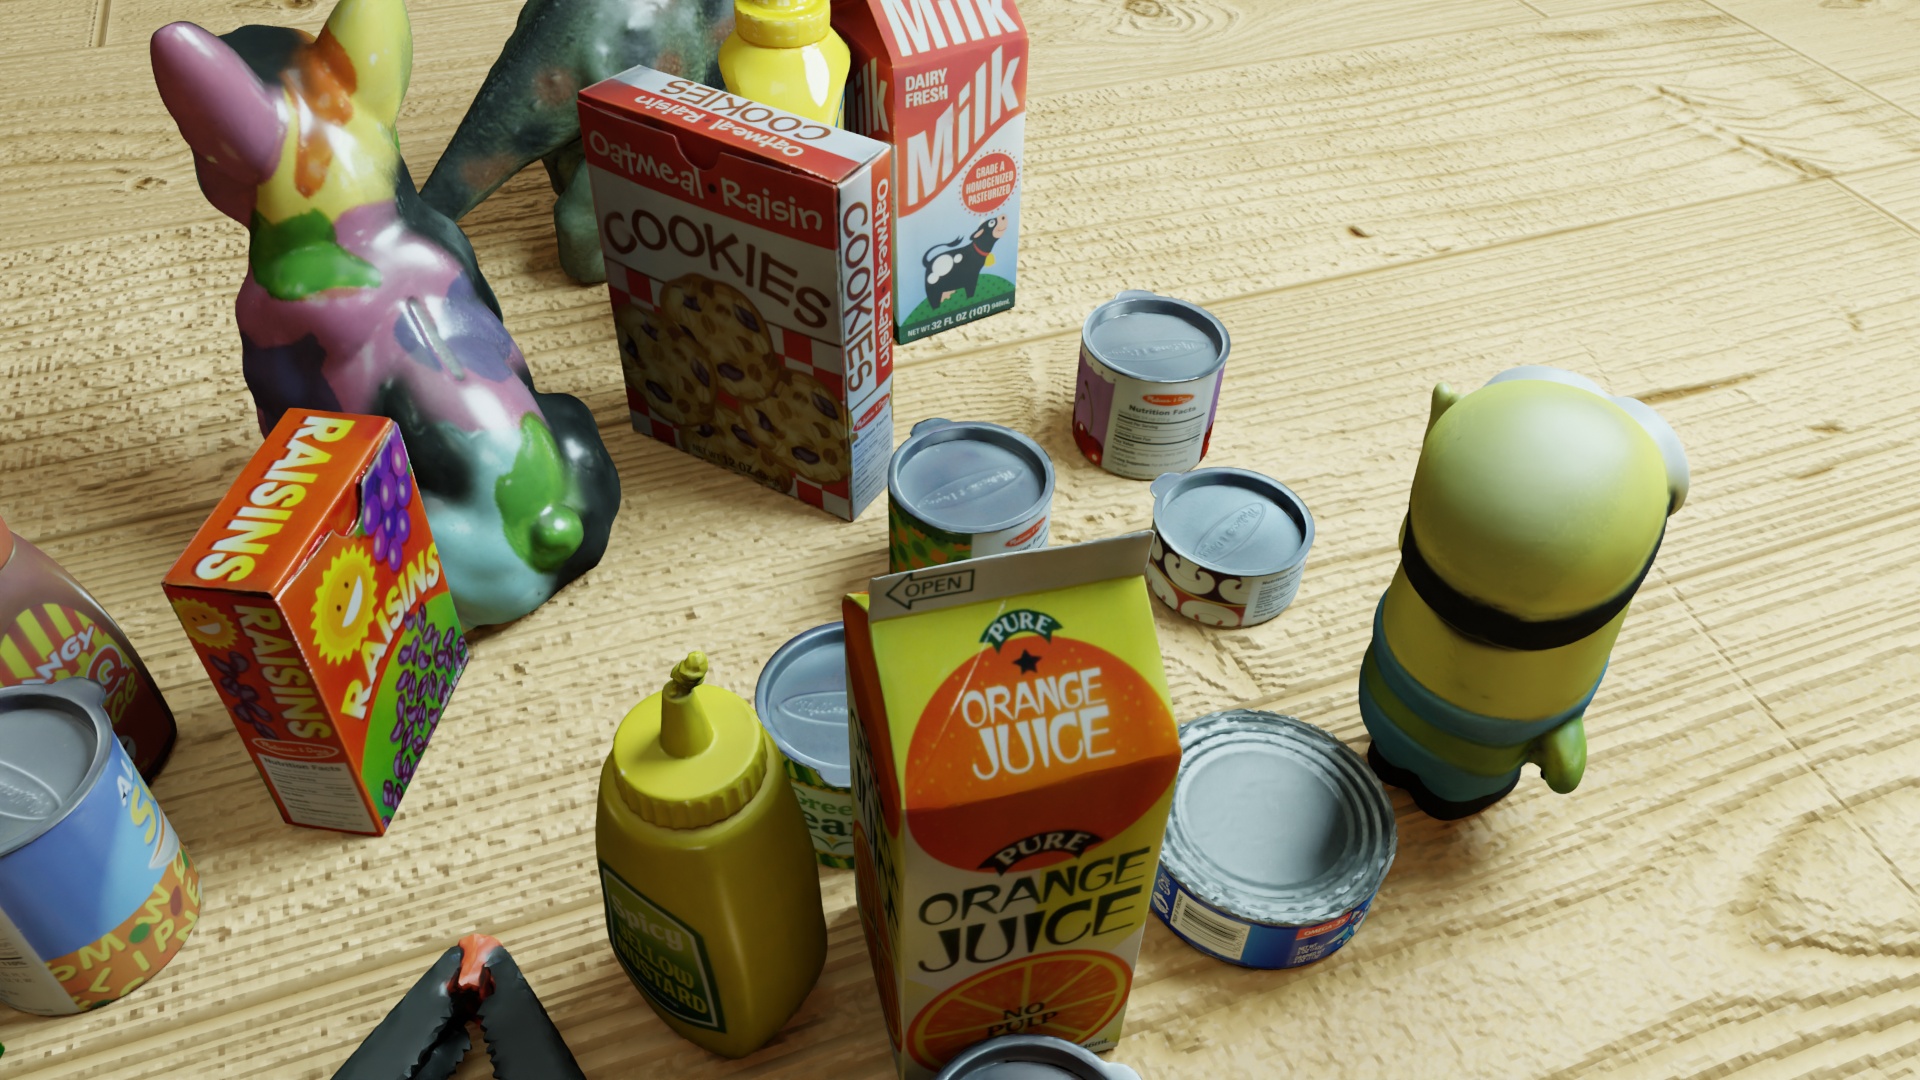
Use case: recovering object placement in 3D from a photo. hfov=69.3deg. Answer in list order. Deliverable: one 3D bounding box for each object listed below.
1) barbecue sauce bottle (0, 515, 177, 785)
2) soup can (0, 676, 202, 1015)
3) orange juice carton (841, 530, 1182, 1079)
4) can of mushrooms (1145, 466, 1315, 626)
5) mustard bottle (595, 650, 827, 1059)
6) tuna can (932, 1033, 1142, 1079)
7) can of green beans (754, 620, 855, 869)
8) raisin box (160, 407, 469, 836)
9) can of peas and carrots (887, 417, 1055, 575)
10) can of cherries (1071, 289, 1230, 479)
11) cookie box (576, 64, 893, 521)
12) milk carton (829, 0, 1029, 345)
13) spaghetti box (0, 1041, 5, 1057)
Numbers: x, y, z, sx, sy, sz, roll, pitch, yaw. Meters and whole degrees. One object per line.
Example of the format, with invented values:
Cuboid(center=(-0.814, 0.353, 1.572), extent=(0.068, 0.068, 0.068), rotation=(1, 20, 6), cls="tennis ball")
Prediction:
Cuboid(center=(-0.308, 0.032, 0.445), extent=(0.044, 0.147, 0.065), rotation=(15, 45, 13), cls="barbecue sauce bottle")
Cuboid(center=(-0.280, 0.094, 0.428), extent=(0.071, 0.083, 0.072), rotation=(1, 44, -1), cls="soup can")
Cuboid(center=(0.010, 0.072, 0.386), extent=(0.072, 0.191, 0.073), rotation=(-9, 45, -12), cls="orange juice carton")
Cuboid(center=(0.109, 0.001, 0.579), extent=(0.071, 0.033, 0.071), rotation=(1, 44, -1), cls="can of mushrooms")
Cuboid(center=(-0.073, 0.086, 0.391), extent=(0.065, 0.159, 0.049), rotation=(27, 49, 24), cls="mustard bottle")
Cuboid(center=(0.021, 0.176, 0.391), extent=(0.071, 0.032, 0.071), rotation=(1, 44, -1), cls="tuna can")
Cuboid(center=(-0.036, 0.071, 0.482), extent=(0.071, 0.057, 0.071), rotation=(1, 44, -1), cls="can of green beans")
Cuboid(center=(-0.211, 0.029, 0.471), extent=(0.040, 0.122, 0.086), rotation=(6, 44, 4), cls="raisin box")
Cuboid(center=(0.002, -0.007, 0.565), extent=(0.071, 0.058, 0.071), rotation=(1, 44, -1), cls="can of peas and carrots")
Cuboid(center=(0.086, -0.072, 0.637), extent=(0.071, 0.058, 0.072), rotation=(1, 44, -1), cls="can of cherries")
Cuboid(center=(-0.089, -0.099, 0.579), extent=(0.123, 0.166, 0.040), rotation=(23, 47, 20), cls="cookie box")
Cuboid(center=(-0.017, -0.199, 0.671), extent=(0.072, 0.189, 0.074), rotation=(-21, 48, -23), cls="milk carton")
Cuboid(center=(-0.413, 0.147, 0.391), extent=(0.250, 0.049, 0.029), rotation=(0, 44, -3), cls="spaghetti box")
